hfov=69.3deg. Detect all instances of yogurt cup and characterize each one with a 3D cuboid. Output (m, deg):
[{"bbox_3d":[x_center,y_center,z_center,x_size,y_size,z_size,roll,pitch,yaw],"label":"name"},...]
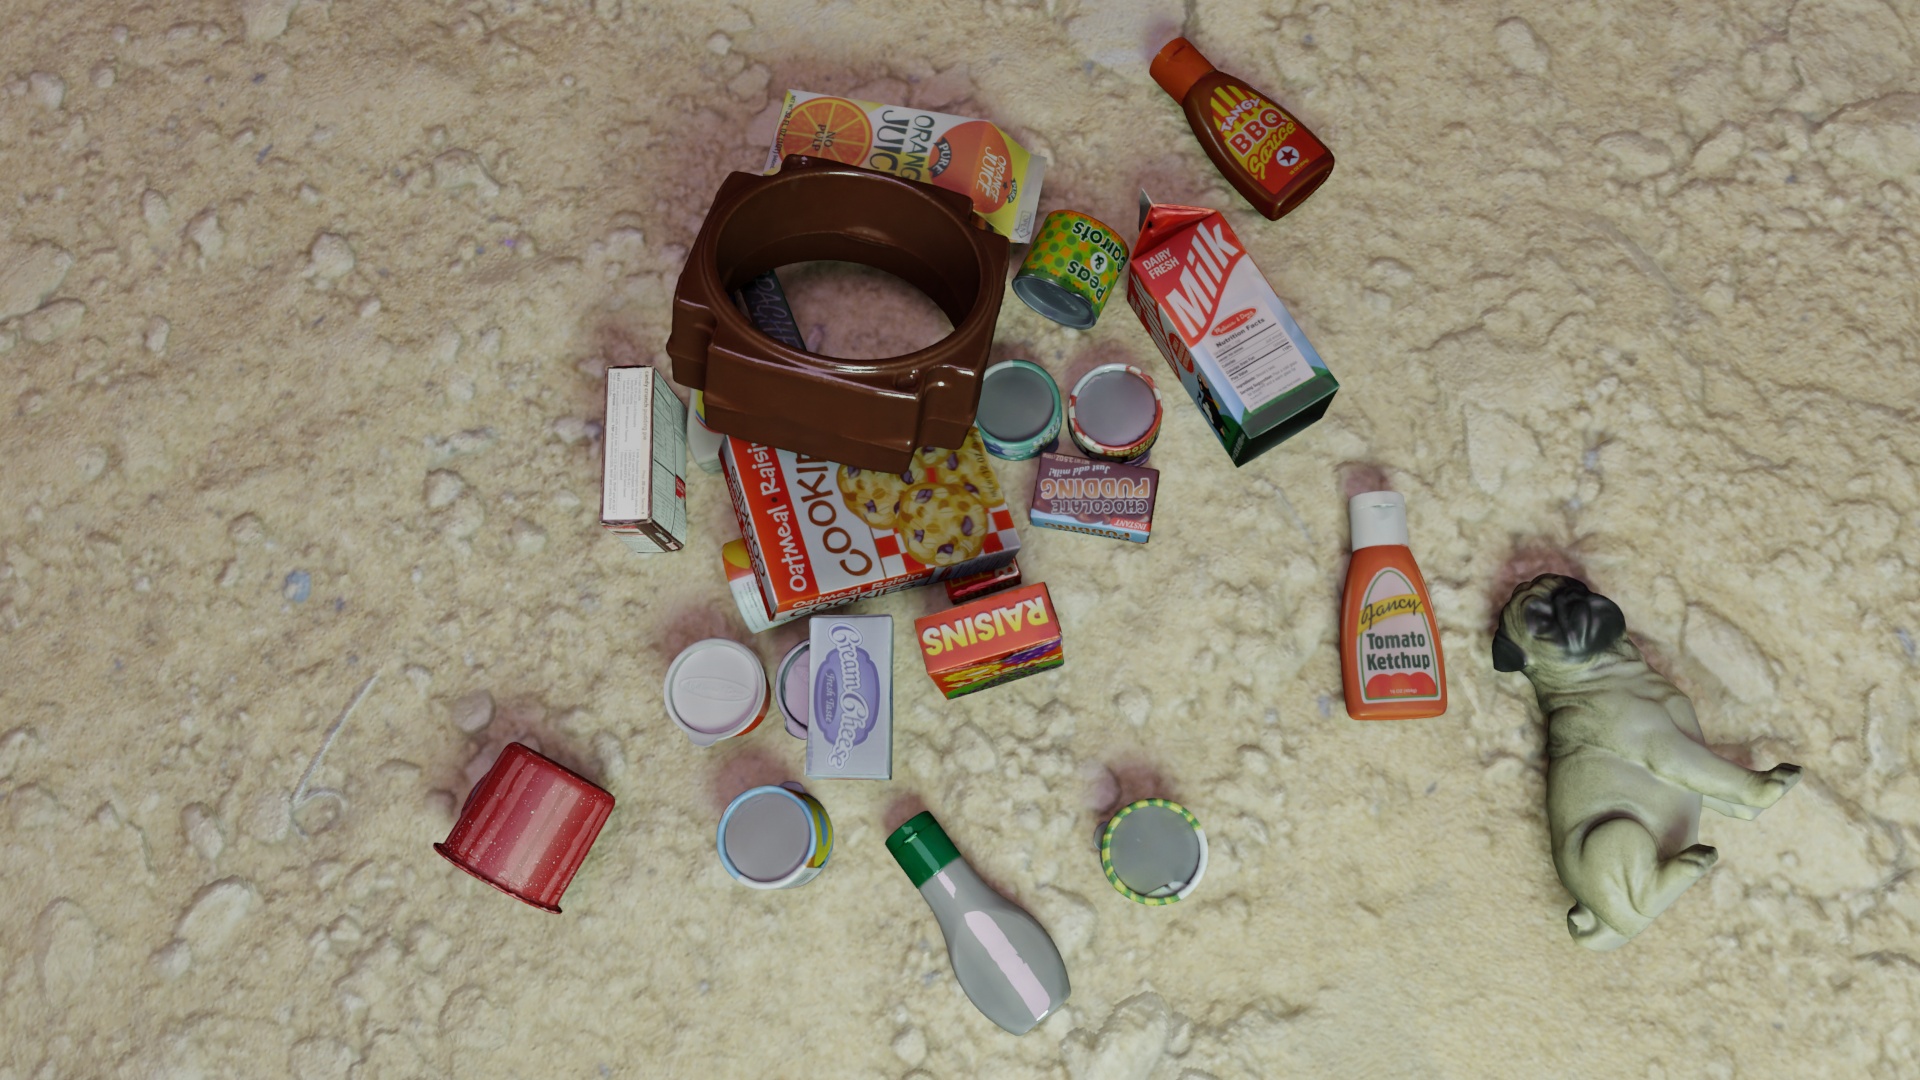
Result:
[{"bbox_3d":[-0.159,0.102,0.931,0.072,0.054,0.072,-1,76,4],"label":"yogurt cup"}]

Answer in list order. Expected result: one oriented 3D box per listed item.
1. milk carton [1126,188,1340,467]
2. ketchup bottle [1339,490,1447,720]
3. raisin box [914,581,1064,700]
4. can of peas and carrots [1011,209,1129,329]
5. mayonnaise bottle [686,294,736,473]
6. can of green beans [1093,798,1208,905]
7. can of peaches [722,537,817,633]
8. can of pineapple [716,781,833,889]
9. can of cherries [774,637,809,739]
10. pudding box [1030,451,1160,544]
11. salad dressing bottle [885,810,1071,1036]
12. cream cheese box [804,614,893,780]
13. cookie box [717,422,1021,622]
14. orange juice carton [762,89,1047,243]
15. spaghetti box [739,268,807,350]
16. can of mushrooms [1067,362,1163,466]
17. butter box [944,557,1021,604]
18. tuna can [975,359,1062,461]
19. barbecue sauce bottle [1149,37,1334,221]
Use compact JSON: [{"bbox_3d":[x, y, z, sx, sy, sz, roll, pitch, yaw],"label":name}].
[{"bbox_3d":[0.174,-0.154,0.959,0.073,0.072,0.191,-30,77,-3],"label":"milk carton"},{"bbox_3d":[0.280,0.043,0.915,0.065,0.043,0.149,-2,75,4],"label":"ketchup bottle"},{"bbox_3d":[0.021,0.067,0.890,0.086,0.123,0.040,-16,76,1],"label":"raisin box"},{"bbox_3d":[0.079,-0.191,0.976,0.071,0.071,0.059,25,79,10],"label":"can of peas and carrots"},{"bbox_3d":[-0.171,-0.125,0.995,0.065,0.041,0.148,-14,76,3],"label":"mayonnaise bottle"},{"bbox_3d":[0.122,0.198,0.882,0.071,0.057,0.071,-1,76,5],"label":"can of green beans"},{"bbox_3d":[-0.124,0.023,0.944,0.058,0.071,0.071,-20,76,0],"label":"can of peaches"},{"bbox_3d":[-0.120,0.192,0.904,0.071,0.057,0.071,-1,76,5],"label":"can of pineapple"},{"bbox_3d":[-0.087,0.102,0.924,0.071,0.058,0.071,-1,77,4],"label":"can of cherries"},{"bbox_3d":[0.092,-0.029,0.955,0.084,0.030,0.050,10,78,7],"label":"pudding box"},{"bbox_3d":[0.009,0.242,0.889,0.064,0.044,0.148,-38,75,-3],"label":"salad dressing bottle"},{"bbox_3d":[-0.069,0.099,0.879,0.053,0.024,0.104,0,76,3],"label":"cream cheese box"},{"bbox_3d":[-0.060,-0.026,0.910,0.168,0.040,0.123,-13,72,-19],"label":"cookie box"},{"bbox_3d":[-0.037,-0.261,1.001,0.193,0.073,0.072,11,75,7],"label":"orange juice carton"},{"bbox_3d":[-0.119,-0.123,0.986,0.029,0.050,0.250,-22,75,-3],"label":"spaghetti box"},{"bbox_3d":[0.109,-0.087,0.967,0.071,0.033,0.071,-1,75,4],"label":"can of mushrooms"},{"bbox_3d":[0.003,-0.012,0.961,0.053,0.024,0.103,-17,75,0],"label":"butter box"},{"bbox_3d":[0.040,-0.090,0.973,0.071,0.032,0.071,-1,76,5],"label":"tuna can"},{"bbox_3d":[0.199,-0.303,1.008,0.065,0.043,0.149,-39,76,-4],"label":"barbecue sauce bottle"}]
